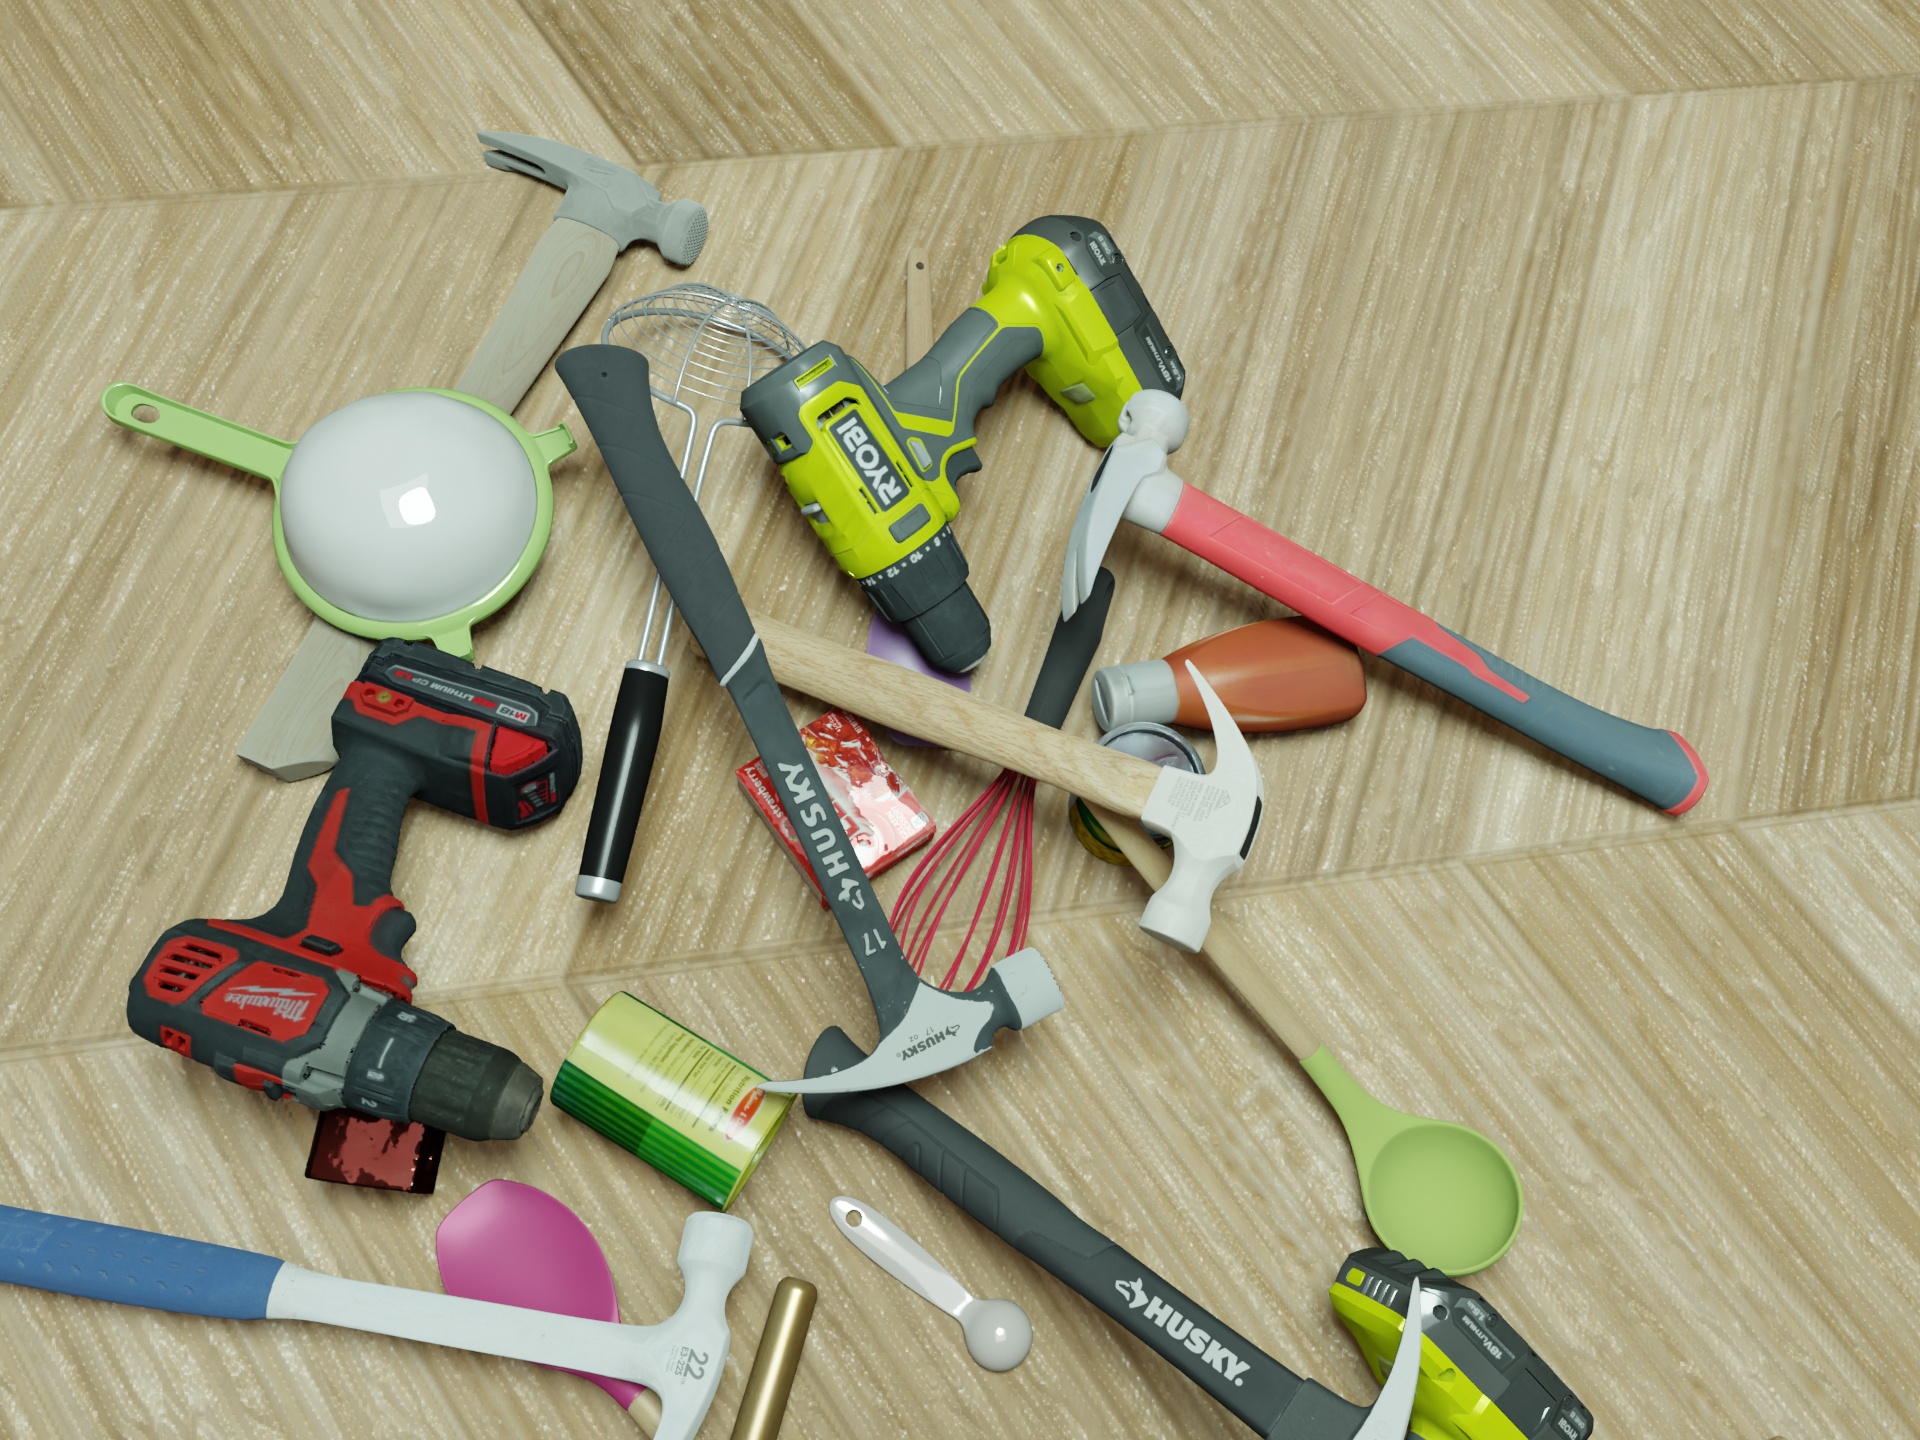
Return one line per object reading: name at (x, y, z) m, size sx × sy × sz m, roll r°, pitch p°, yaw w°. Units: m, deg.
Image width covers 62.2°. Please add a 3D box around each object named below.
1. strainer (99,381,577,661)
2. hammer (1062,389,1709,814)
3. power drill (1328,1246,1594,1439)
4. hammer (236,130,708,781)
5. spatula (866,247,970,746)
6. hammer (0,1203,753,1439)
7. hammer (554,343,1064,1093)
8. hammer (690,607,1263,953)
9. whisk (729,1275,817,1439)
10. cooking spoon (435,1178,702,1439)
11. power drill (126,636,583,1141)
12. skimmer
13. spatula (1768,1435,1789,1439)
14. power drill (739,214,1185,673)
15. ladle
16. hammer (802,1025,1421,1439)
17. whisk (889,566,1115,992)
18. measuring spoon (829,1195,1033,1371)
strainer at (-0.345, -0.140, 0.841) m, size 0.256 × 0.069 × 0.151 m, roll 20°, pitch 72°, yaw 3°
hammer at (0.238, -0.033, 0.866) m, size 0.386 × 0.038 × 0.143 m, roll 27°, pitch 61°, yaw -9°
power drill at (0.175, 0.367, 0.735) m, size 0.171 × 0.080 × 0.223 m, roll 47°, pitch 73°, yaw -13°
hammer at (-0.298, -0.157, 0.903) m, size 0.146 × 0.038 × 0.411 m, roll 23°, pitch 72°, yaw 4°
spatula at (-0.025, -0.137, 0.930) m, size 0.059 × 0.018 × 0.316 m, roll 2°, pitch 73°, yaw -9°
hammer at (-0.310, 0.273, 0.740) m, size 0.405 × 0.035 × 0.144 m, roll 8°, pitch 56°, yaw 3°
hammer at (-0.105, -0.009, 0.788) m, size 0.149 × 0.036 × 0.409 m, roll -25°, pitch 80°, yaw -9°
hammer at (-0.001, -0.003, 0.819) m, size 0.331 × 0.031 × 0.130 m, roll 21°, pitch 78°, yaw 25°
whisk at (-0.109, 0.387, 0.742) m, size 0.051 × 0.047 × 0.245 m, roll 16°, pitch 68°, yaw 1°
cooking spoon at (-0.132, 0.335, 0.739) m, size 0.319 × 0.017 × 0.069 m, roll 39°, pitch 63°, yaw 21°
power drill at (-0.260, 0.086, 0.773) m, size 0.188 × 0.080 × 0.227 m, roll 19°, pitch 55°, yaw 1°
skimmer at (-0.160, -0.078, 0.863) m, size 0.127 × 0.090 × 0.363 m, roll 14°, pitch 74°, yaw -16°
spatula at (0.291, 0.443, 0.756) m, size 0.317 × 0.082 × 0.044 m, roll -26°, pitch 65°, yaw -18°
power drill at (0.014, -0.157, 0.885) m, size 0.228 × 0.080 × 0.190 m, roll -40°, pitch 107°, yaw -21°
ladle at (0.165, 0.148, 0.805) m, size 0.078 × 0.062 × 0.320 m, roll -40°, pitch 92°, yaw -13°
hammer at (0.055, 0.243, 0.745) m, size 0.335 × 0.035 × 0.146 m, roll 30°, pitch 69°, yaw 28°
whisk at (0.029, 0.038, 0.859) m, size 0.073 × 0.073 × 0.296 m, roll 23°, pitch 66°, yaw 2°
measuring spoon at (-0.016, 0.279, 0.796) m, size 0.124 × 0.018 × 0.034 m, roll 36°, pitch 73°, yaw 8°
